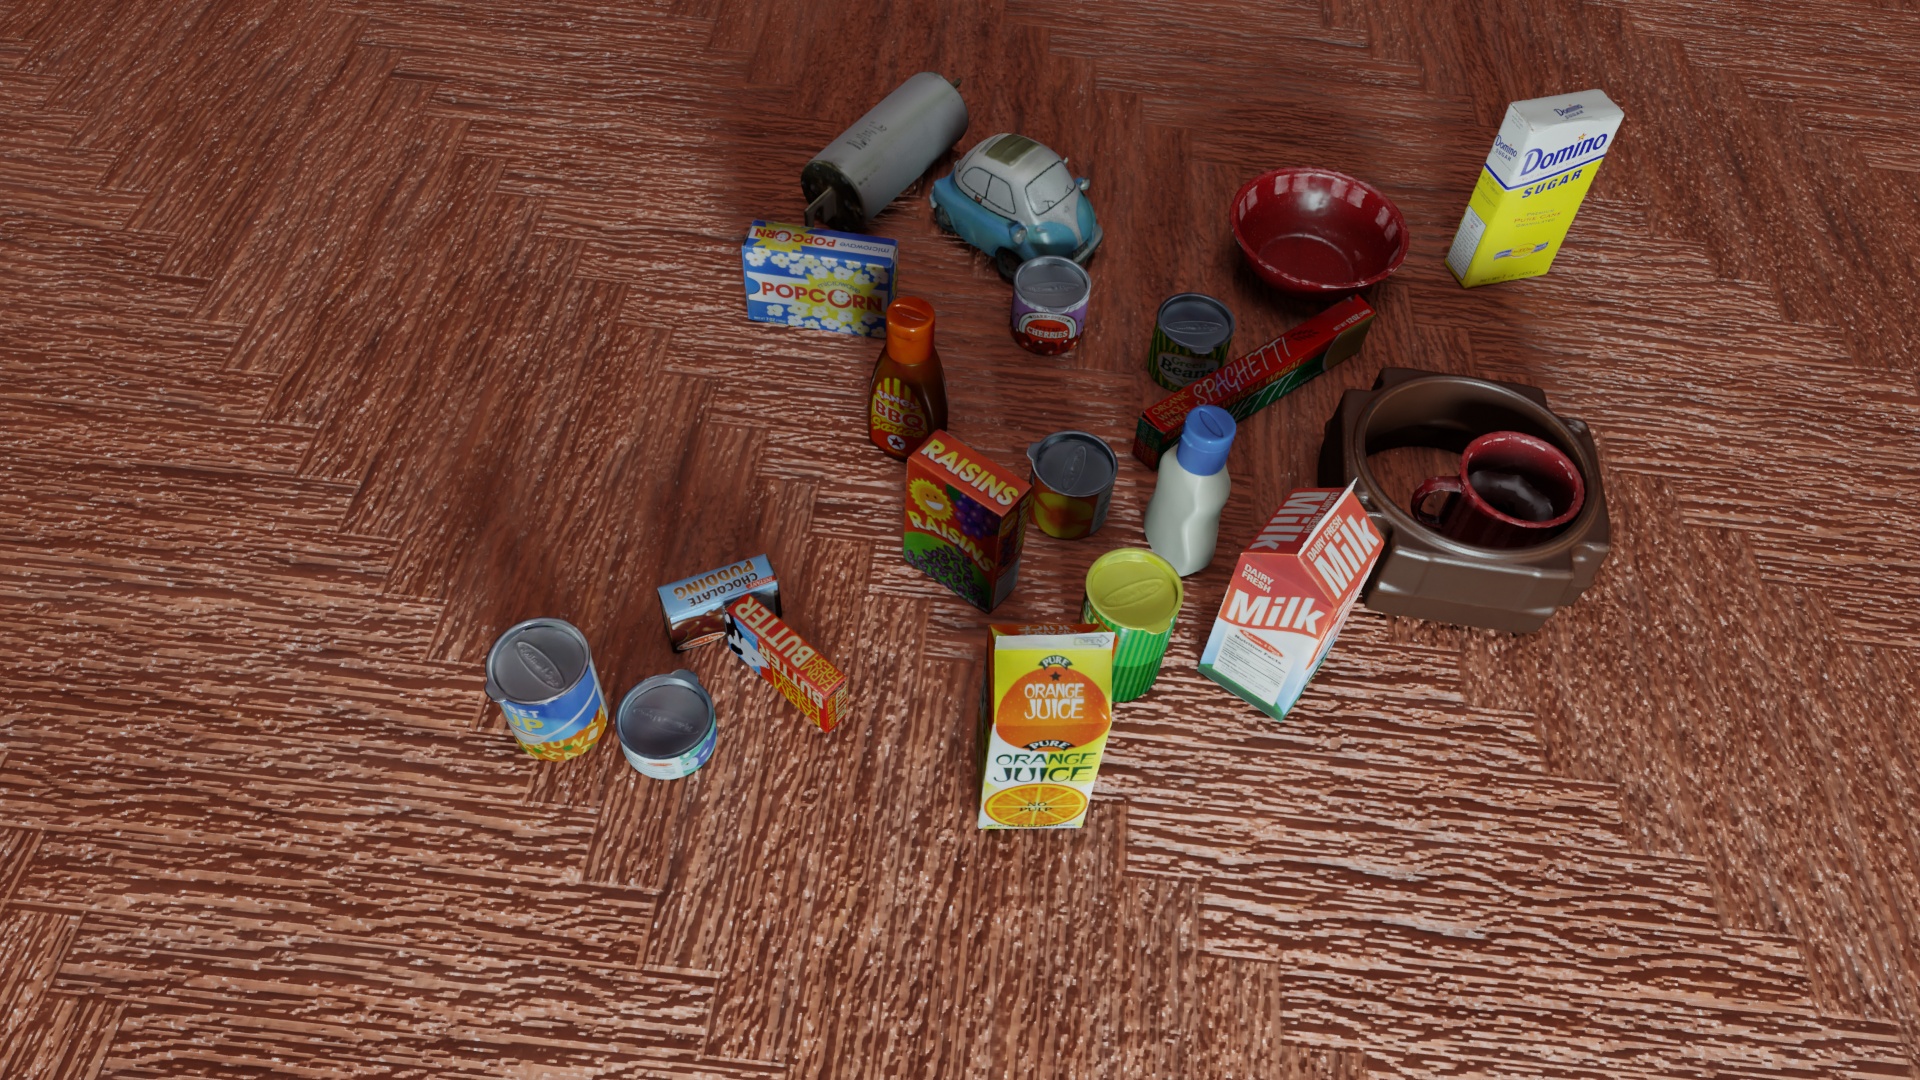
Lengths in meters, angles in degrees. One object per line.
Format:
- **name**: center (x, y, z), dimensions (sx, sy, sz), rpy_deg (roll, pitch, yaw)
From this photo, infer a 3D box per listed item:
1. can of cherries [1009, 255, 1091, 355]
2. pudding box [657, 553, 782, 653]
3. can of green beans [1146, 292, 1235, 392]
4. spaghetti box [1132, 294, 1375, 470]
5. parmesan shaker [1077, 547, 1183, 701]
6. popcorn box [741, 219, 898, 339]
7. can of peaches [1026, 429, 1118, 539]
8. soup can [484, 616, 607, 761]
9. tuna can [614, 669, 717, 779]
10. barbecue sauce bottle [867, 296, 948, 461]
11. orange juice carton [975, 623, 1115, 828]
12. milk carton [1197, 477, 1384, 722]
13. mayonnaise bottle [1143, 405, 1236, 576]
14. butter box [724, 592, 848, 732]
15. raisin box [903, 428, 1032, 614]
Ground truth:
- **can of cherries**: center (0.076, -0.200, 1.197), dimensions (0.071, 0.058, 0.072), rpy_deg (2, 54, -2)
- **pudding box**: center (-0.173, 0.046, 1.003), dimensions (0.084, 0.049, 0.030), rpy_deg (-19, 57, -17)
- **can of green beans**: center (0.195, -0.167, 1.180), dimensions (0.071, 0.057, 0.071), rpy_deg (2, 54, -2)
- **spaghetti box**: center (0.248, -0.134, 1.164), dimensions (0.251, 0.050, 0.029), rpy_deg (-30, 61, -23)
- **parmesan shaker**: center (0.116, 0.064, 0.976), dimensions (0.071, 0.102, 0.071), rpy_deg (2, 54, -2)
- **popcorn box**: center (-0.117, -0.221, 1.182), dimensions (0.127, 0.084, 0.038), rpy_deg (8, 54, 2)
- **can of peaches**: center (0.084, -0.044, 1.081), dimensions (0.071, 0.057, 0.071), rpy_deg (2, 54, -2)
- **soup can**: center (-0.278, 0.103, 0.932), dimensions (0.071, 0.083, 0.072), rpy_deg (2, 54, -2)
- **tuna can**: center (-0.200, 0.126, 0.952), dimensions (0.071, 0.032, 0.071), rpy_deg (2, 53, -2)
- **barbecue sauce bottle**: center (-0.040, -0.124, 1.076), dimensions (0.065, 0.147, 0.044), rpy_deg (22, 55, 12)
- **orange juice carton**: center (0.050, 0.111, 0.881), dimensions (0.072, 0.191, 0.073), rpy_deg (0, 54, -4)
- **milk carton**: center (0.228, 0.036, 0.950), dimensions (0.073, 0.189, 0.073), rpy_deg (32, 58, 19)
- **mayonnaise bottle**: center (0.172, -0.038, 1.027), dimensions (0.041, 0.147, 0.065), rpy_deg (-20, 57, -17)
- **butter box**: center (-0.122, 0.086, 0.974), dimensions (0.104, 0.052, 0.024), rpy_deg (38, 60, 22)
- **raisin box**: center (0.004, -0.013, 1.012), dimensions (0.086, 0.122, 0.040), rpy_deg (33, 59, 19)
